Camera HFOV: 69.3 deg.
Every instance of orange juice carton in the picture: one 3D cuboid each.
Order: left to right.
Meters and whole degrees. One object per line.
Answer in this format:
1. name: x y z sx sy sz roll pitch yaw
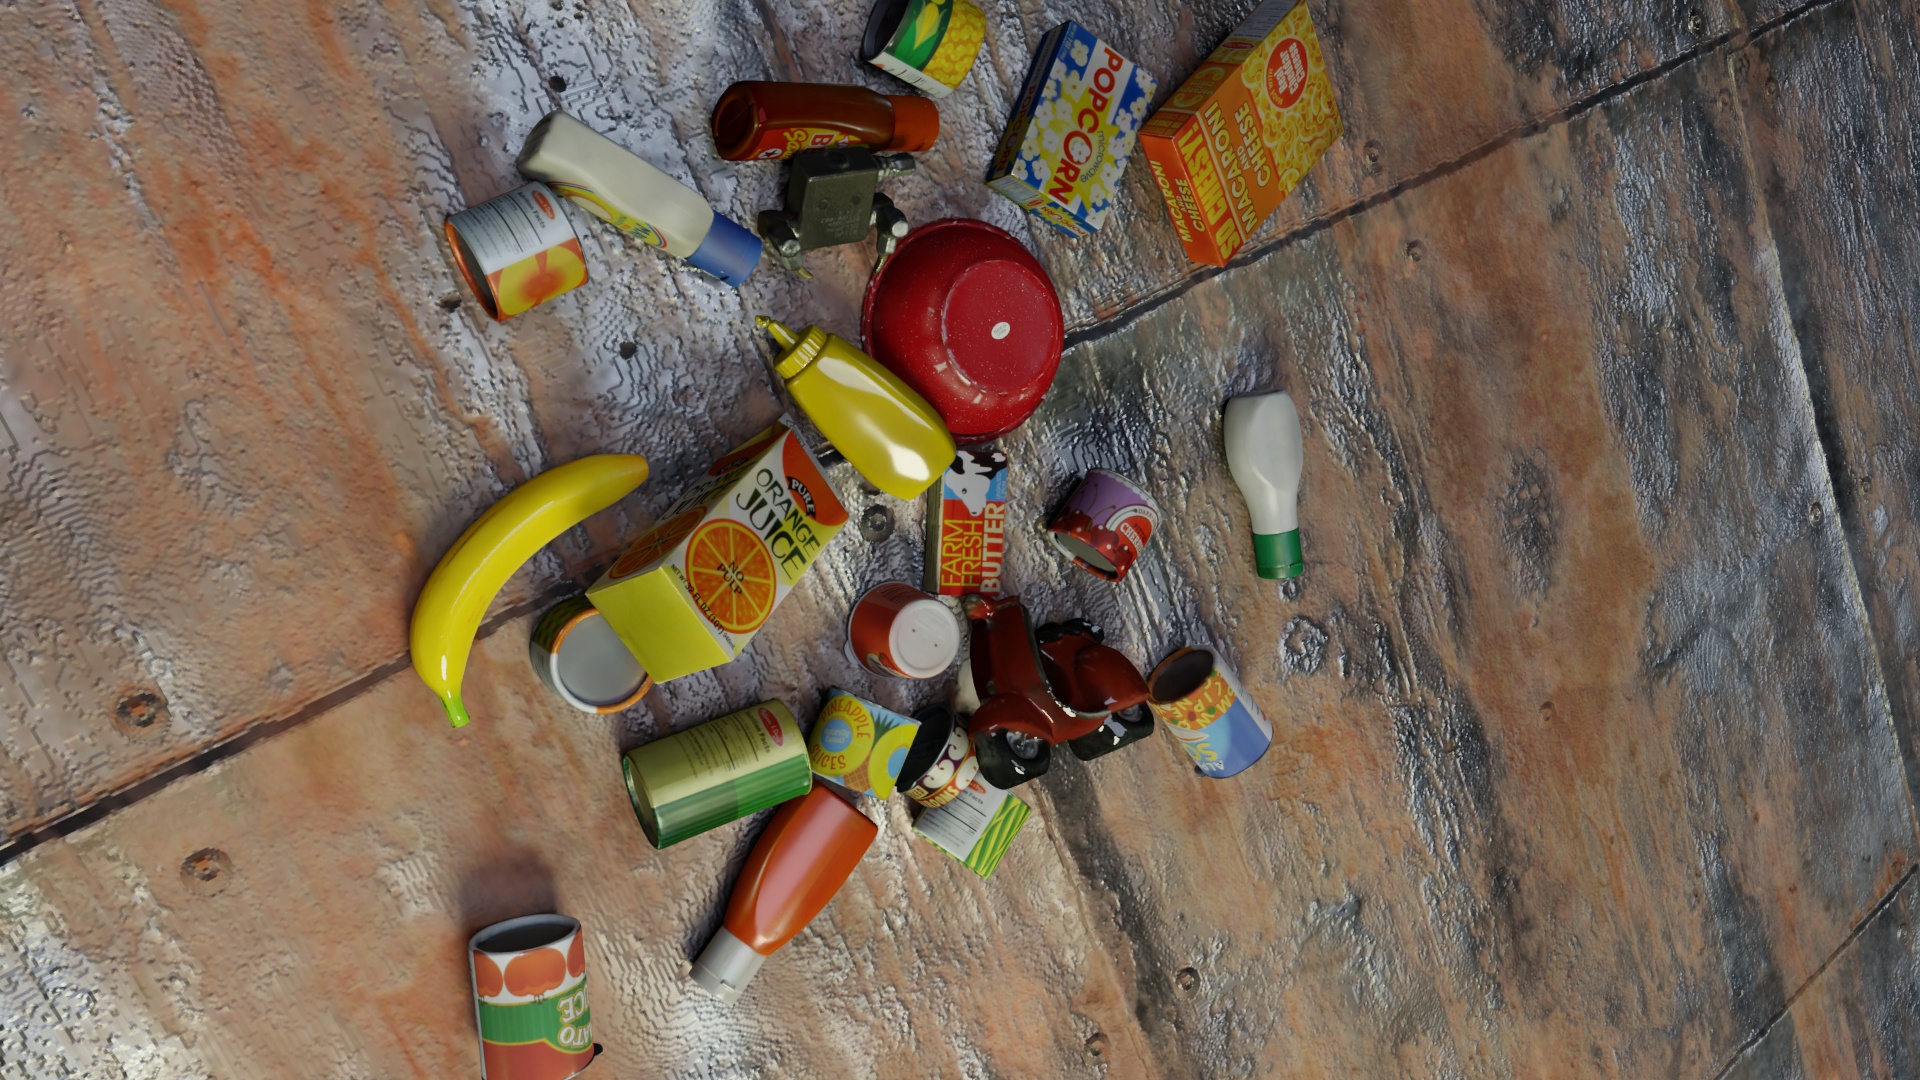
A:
1. orange juice carton: -0.135 -0.003 0.858 0.071 0.073 0.194 57 39 -19

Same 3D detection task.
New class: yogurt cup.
1. yogurt cup: -0.036 0.064 0.950 0.072 0.054 0.072 -2 94 -29

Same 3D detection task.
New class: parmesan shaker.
1. parmesan shaker: -0.156 0.146 0.886 0.103 0.071 0.071 -18 101 -25

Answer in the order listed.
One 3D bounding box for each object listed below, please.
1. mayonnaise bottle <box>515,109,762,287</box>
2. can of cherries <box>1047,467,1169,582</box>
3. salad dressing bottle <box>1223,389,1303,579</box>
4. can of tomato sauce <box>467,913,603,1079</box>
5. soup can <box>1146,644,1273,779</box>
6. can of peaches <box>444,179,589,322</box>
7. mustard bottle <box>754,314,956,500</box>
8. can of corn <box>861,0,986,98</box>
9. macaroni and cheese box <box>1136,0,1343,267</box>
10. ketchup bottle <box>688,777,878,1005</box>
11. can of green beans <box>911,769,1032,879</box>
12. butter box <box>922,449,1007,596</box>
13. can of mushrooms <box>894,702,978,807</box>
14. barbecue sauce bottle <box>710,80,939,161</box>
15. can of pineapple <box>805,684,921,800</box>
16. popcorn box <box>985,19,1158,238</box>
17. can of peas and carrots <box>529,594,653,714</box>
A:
1. mayonnaise bottle: -0.192 -0.206 0.848 0.148 0.065 0.041 28 80 -30
2. can of cherries: 0.107 -0.010 1.013 0.071 0.071 0.058 43 74 -24
3. salad dressing bottle: 0.245 -0.044 1.101 0.064 0.044 0.147 -15 101 -29
4. can of tomato sauce: -0.256 0.276 0.836 0.071 0.071 0.083 -7 96 -28
5. soup can: 0.189 0.133 1.069 0.071 0.071 0.083 -46 112 -18
6. can of peaches: -0.259 -0.167 0.812 0.058 0.071 0.071 -31 107 -23
7. mustard bottle: -0.074 -0.097 0.918 0.065 0.049 0.160 -42 112 11
8. can of corn: -0.023 -0.340 0.925 0.058 0.071 0.071 20 84 -29
9. macaroni and cheese box: 0.215 -0.309 1.052 0.167 0.040 0.123 -48 132 -17
10. ketchup bottle: -0.120 0.234 0.920 0.064 0.043 0.149 42 74 -23
11. can of green beans: 0.008 0.195 0.974 0.071 0.071 0.058 41 75 -24
12. butter box: 0.004 -0.012 0.983 0.053 0.024 0.103 2 92 -28
13. can of mushrooms: -0.018 0.150 0.956 0.033 0.071 0.071 40 75 -26
14. barbecue sauce bottle: -0.083 -0.272 0.903 0.149 0.064 0.043 -12 88 -36
15. can of pineapple: -0.068 0.135 0.928 0.071 0.071 0.058 27 81 -27
16. popcorn box: 0.081 -0.295 1.001 0.085 0.038 0.127 26 81 -29
17. can of peas and carrots: -0.221 0.067 0.848 0.071 0.058 0.071 -2 95 -28
